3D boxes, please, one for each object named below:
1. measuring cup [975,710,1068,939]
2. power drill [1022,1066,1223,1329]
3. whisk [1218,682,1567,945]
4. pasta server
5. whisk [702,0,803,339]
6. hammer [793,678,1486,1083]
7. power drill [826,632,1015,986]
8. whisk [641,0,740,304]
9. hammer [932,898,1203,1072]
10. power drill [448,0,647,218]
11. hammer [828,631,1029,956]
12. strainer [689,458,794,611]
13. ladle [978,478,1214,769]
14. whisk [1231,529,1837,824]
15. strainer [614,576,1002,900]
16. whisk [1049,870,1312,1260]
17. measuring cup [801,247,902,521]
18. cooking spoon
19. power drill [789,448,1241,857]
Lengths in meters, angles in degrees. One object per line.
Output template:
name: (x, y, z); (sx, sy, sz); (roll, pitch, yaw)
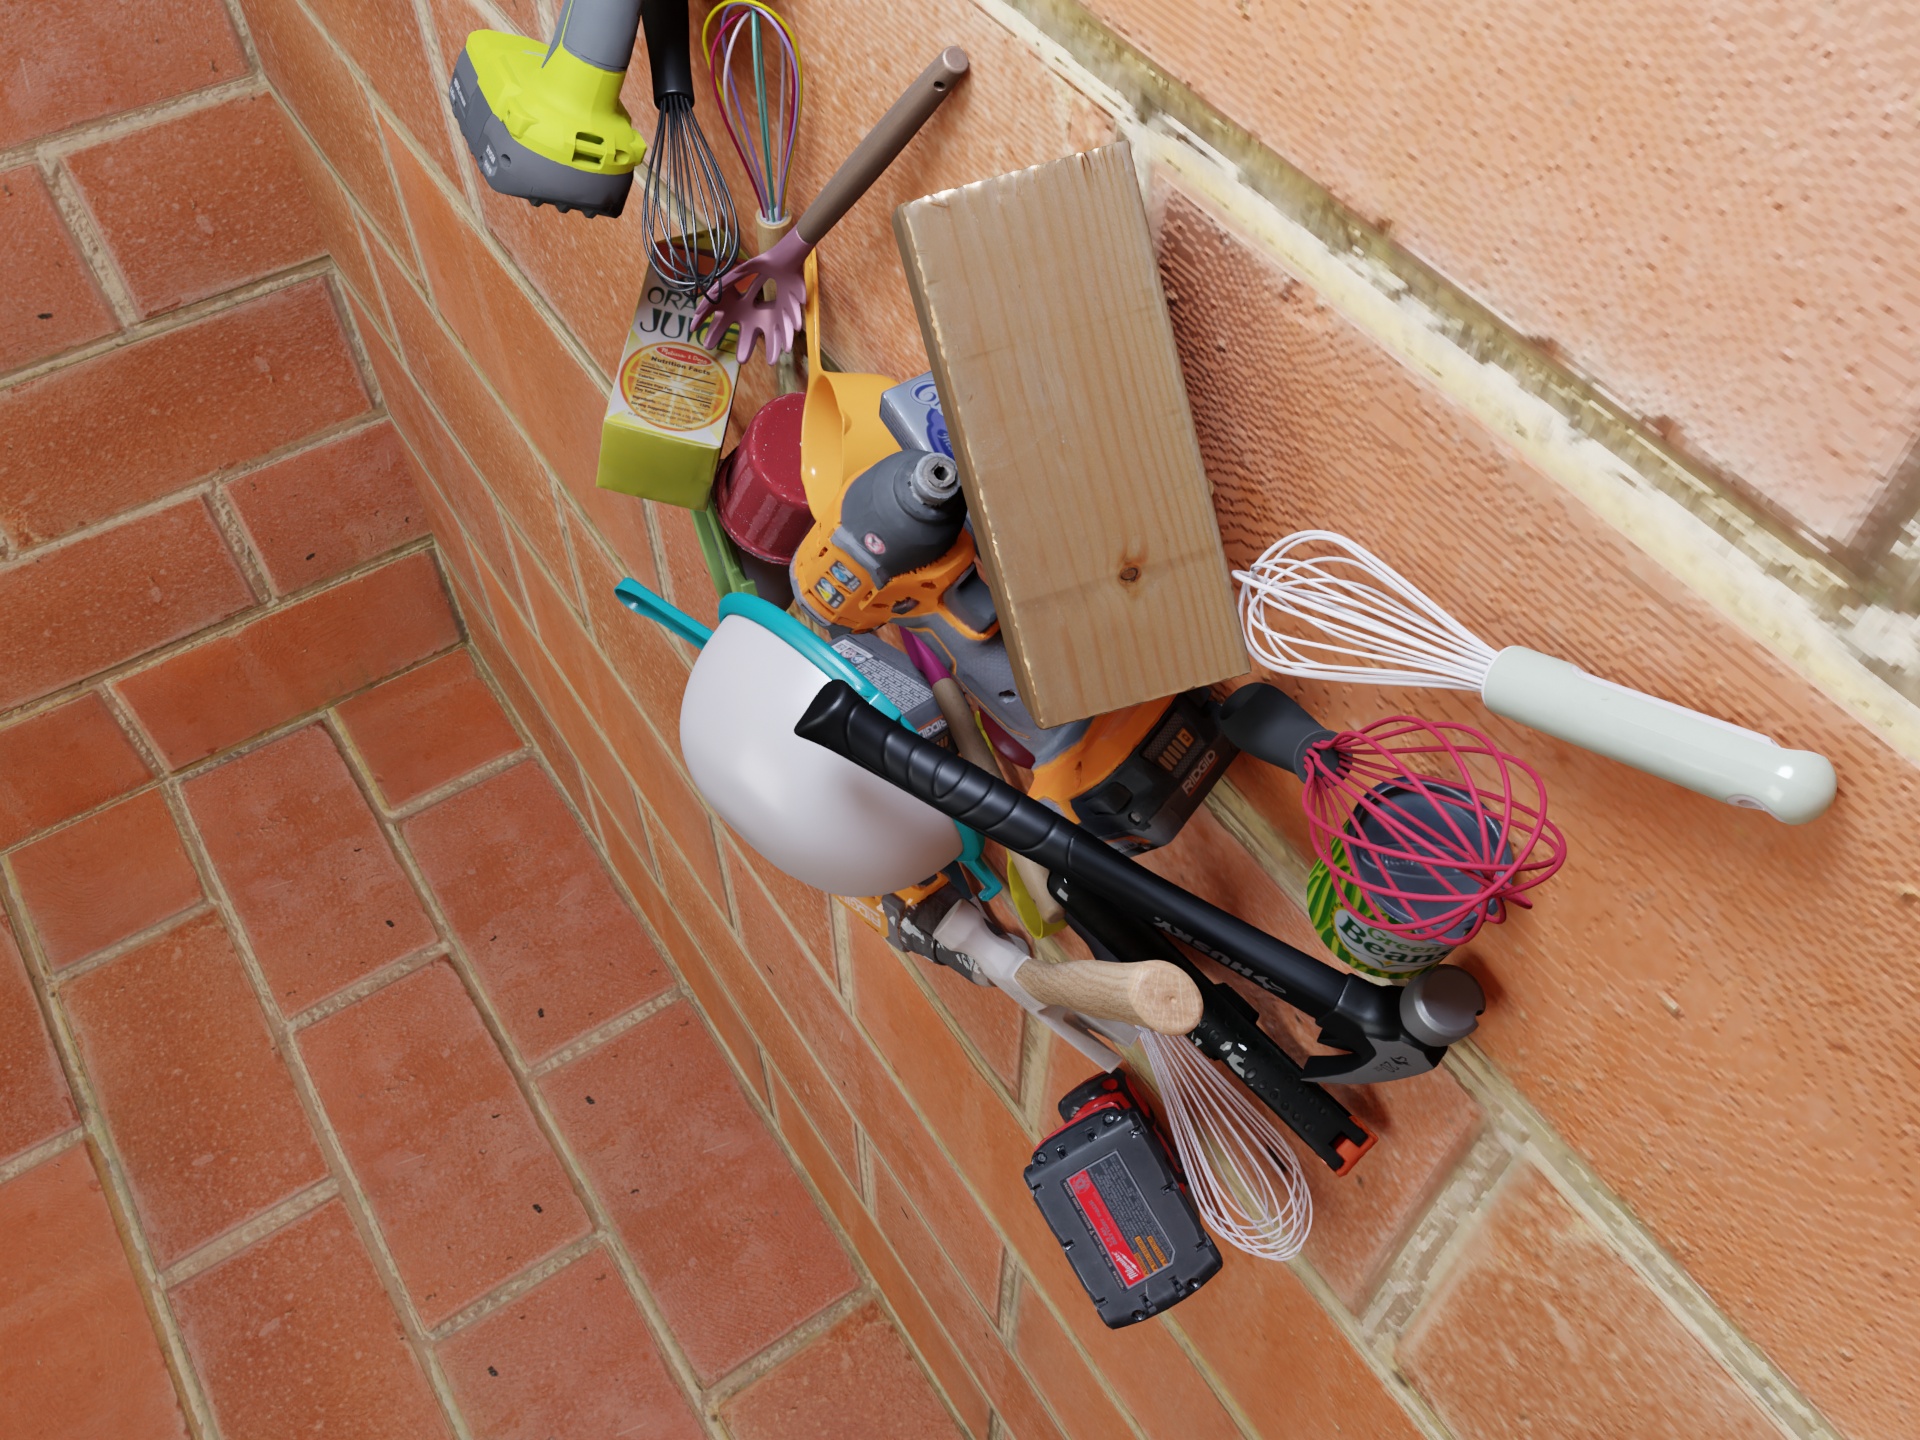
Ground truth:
measuring cup: (0.042, 0.066, 1.053); (0.062, 0.029, 0.156); (169, 86, -76)
power drill: (0.111, 0.304, 1.021); (0.143, 0.078, 0.219); (60, -176, 10)
whisk: (0.141, 0.019, 0.594); (0.296, 0.073, 0.073); (-113, -1, -79)
pasta server: (-0.072, -0.262, 0.838); (0.316, 0.060, 0.040); (-18, 56, 63)
whisk: (-0.112, -0.307, 0.908); (0.244, 0.047, 0.051); (93, 162, -61)
hammer: (0.069, 0.074, 0.753); (0.335, 0.035, 0.146); (29, 157, 7)
power drill: (-0.036, 0.071, 1.099); (0.185, 0.084, 0.226); (31, 139, 37)
whisk: (-0.157, -0.344, 0.884); (0.055, 0.055, 0.239); (146, 118, -70)
hammer: (0.065, 0.142, 0.834); (0.130, 0.031, 0.331); (39, 168, -2)
power drill: (-0.194, -0.403, 0.829); (0.228, 0.080, 0.191); (-58, 47, 34)
hammer: (-0.042, 0.034, 1.191); (0.128, 0.033, 0.331); (13, 127, 63)
strainer: (-0.173, -0.184, 1.196); (0.151, 0.069, 0.256); (114, 137, -74)
ladle: (0.068, -0.046, 0.827); (0.069, 0.031, 0.315); (48, 156, 7)
whisk: (0.185, -0.018, 0.559); (0.057, 0.059, 0.247); (22, -175, -40)
strainer: (-0.135, 0.007, 0.955); (0.341, 0.095, 0.210); (31, 160, 38)
whisk: (0.125, 0.196, 0.970); (0.285, 0.070, 0.070); (60, 161, 22)
measuring cup: (-0.061, -0.199, 0.930); (0.095, 0.052, 0.174); (150, 117, -67)
cooking spoon: (-0.002, -0.003, 0.974); (0.068, 0.017, 0.319); (80, 168, -50)
power drill: (0.024, -0.035, 0.772); (0.226, 0.084, 0.164); (43, 158, -5)
